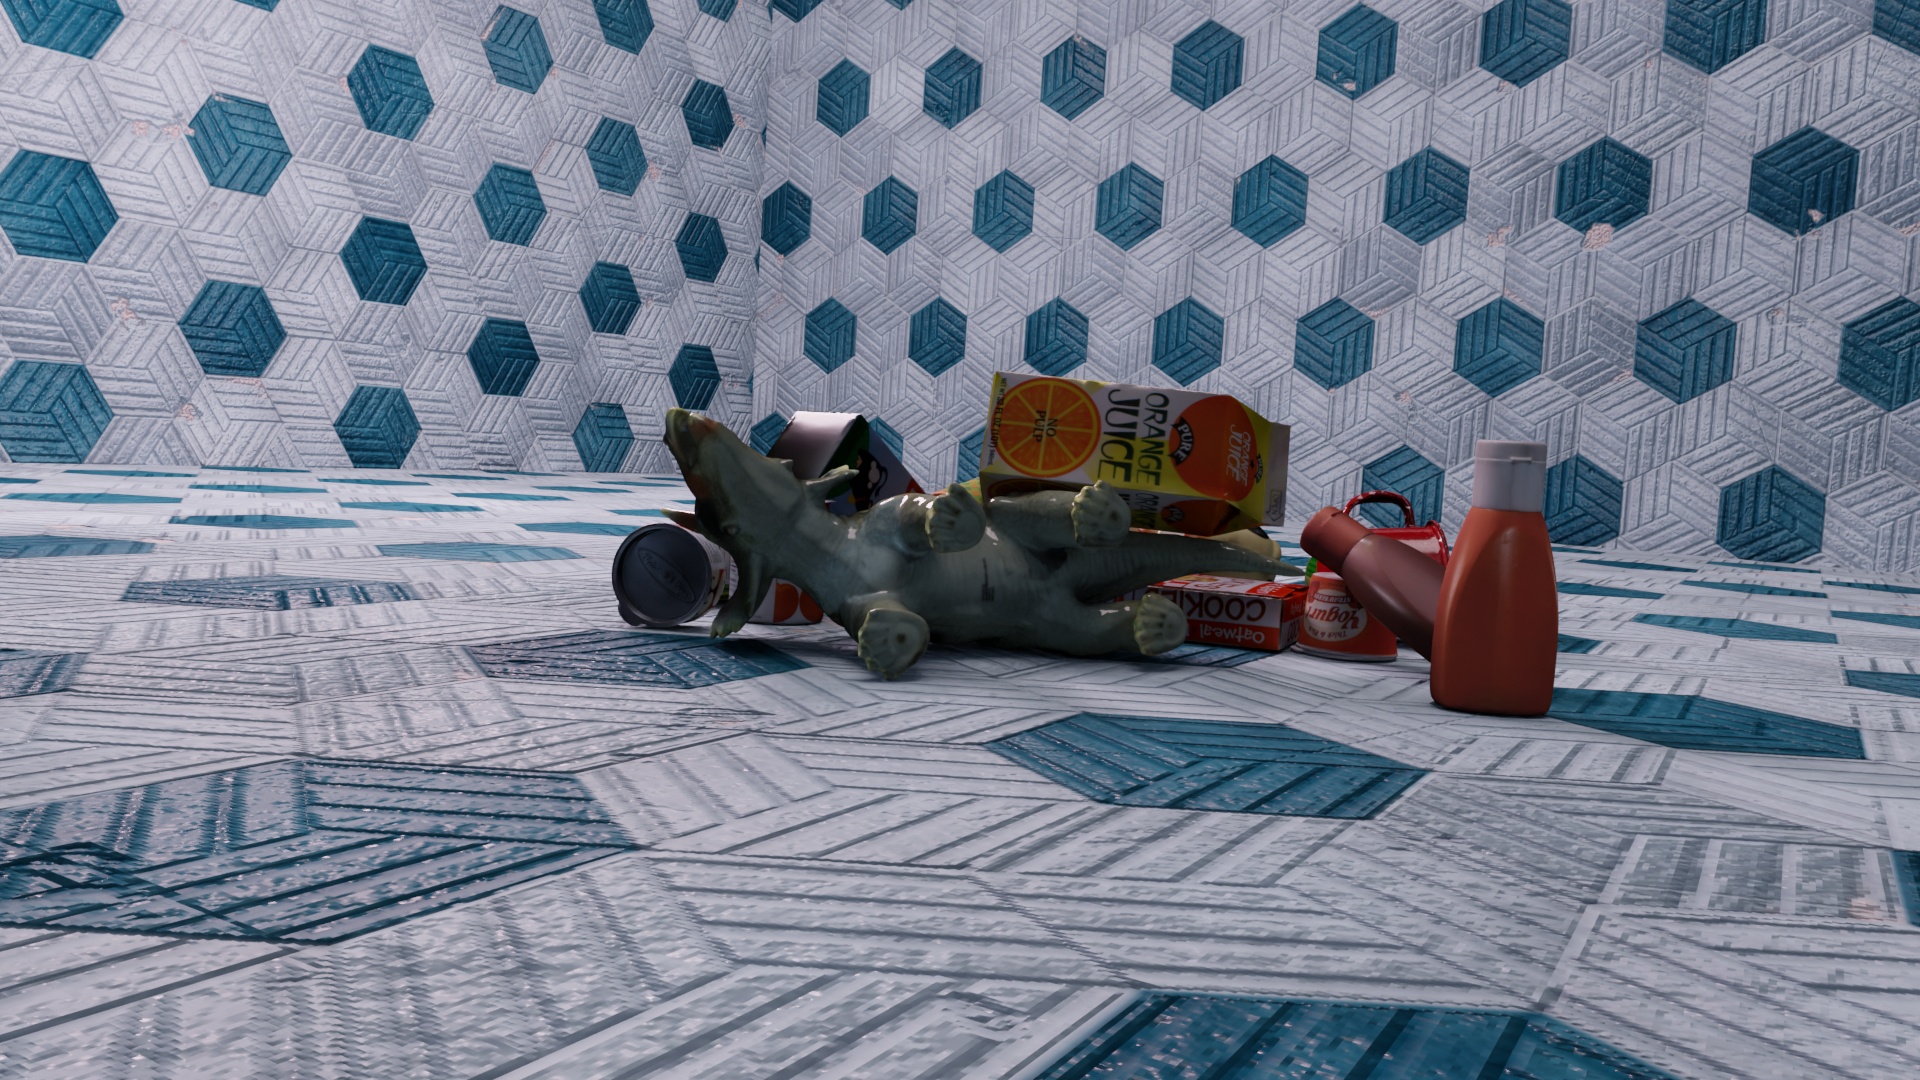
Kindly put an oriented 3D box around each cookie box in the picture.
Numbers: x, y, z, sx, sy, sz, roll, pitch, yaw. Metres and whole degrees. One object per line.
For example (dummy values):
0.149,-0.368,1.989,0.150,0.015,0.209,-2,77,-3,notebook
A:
0.166,0.047,1.023,0.167,0.040,0.123,5,4,23,cookie box

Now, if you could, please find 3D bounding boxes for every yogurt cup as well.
0.267,0.051,0.953,0.072,0.054,0.072,4,4,0,yogurt cup

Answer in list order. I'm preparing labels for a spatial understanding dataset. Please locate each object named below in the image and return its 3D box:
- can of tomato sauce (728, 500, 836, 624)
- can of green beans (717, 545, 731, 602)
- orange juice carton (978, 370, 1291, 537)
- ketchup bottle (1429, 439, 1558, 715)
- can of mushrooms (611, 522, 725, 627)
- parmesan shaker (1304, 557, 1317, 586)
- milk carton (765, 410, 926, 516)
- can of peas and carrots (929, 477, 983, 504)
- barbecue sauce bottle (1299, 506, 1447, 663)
-0.123,0.012,0.954,0.071,0.083,0.071,4,4,0,can of tomato sauce
-0.169,0.013,1.021,0.058,0.071,0.071,3,4,-8,can of green beans
0.112,-0.053,0.888,0.193,0.072,0.073,7,-18,7,orange juice carton
0.296,0.020,0.761,0.065,0.148,0.043,4,5,4,ketchup bottle
-0.187,0.023,0.887,0.071,0.071,0.033,4,2,9,can of mushrooms
0.329,0.037,1.139,0.071,0.071,0.103,4,4,1,parmesan shaker
-0.067,-0.011,1.068,0.072,0.074,0.190,7,-32,41,milk carton
0.004,-0.014,1.131,0.071,0.070,0.059,7,18,38,can of peas and carrots
0.284,0.031,0.887,0.065,0.043,0.149,-18,44,-33,barbecue sauce bottle
